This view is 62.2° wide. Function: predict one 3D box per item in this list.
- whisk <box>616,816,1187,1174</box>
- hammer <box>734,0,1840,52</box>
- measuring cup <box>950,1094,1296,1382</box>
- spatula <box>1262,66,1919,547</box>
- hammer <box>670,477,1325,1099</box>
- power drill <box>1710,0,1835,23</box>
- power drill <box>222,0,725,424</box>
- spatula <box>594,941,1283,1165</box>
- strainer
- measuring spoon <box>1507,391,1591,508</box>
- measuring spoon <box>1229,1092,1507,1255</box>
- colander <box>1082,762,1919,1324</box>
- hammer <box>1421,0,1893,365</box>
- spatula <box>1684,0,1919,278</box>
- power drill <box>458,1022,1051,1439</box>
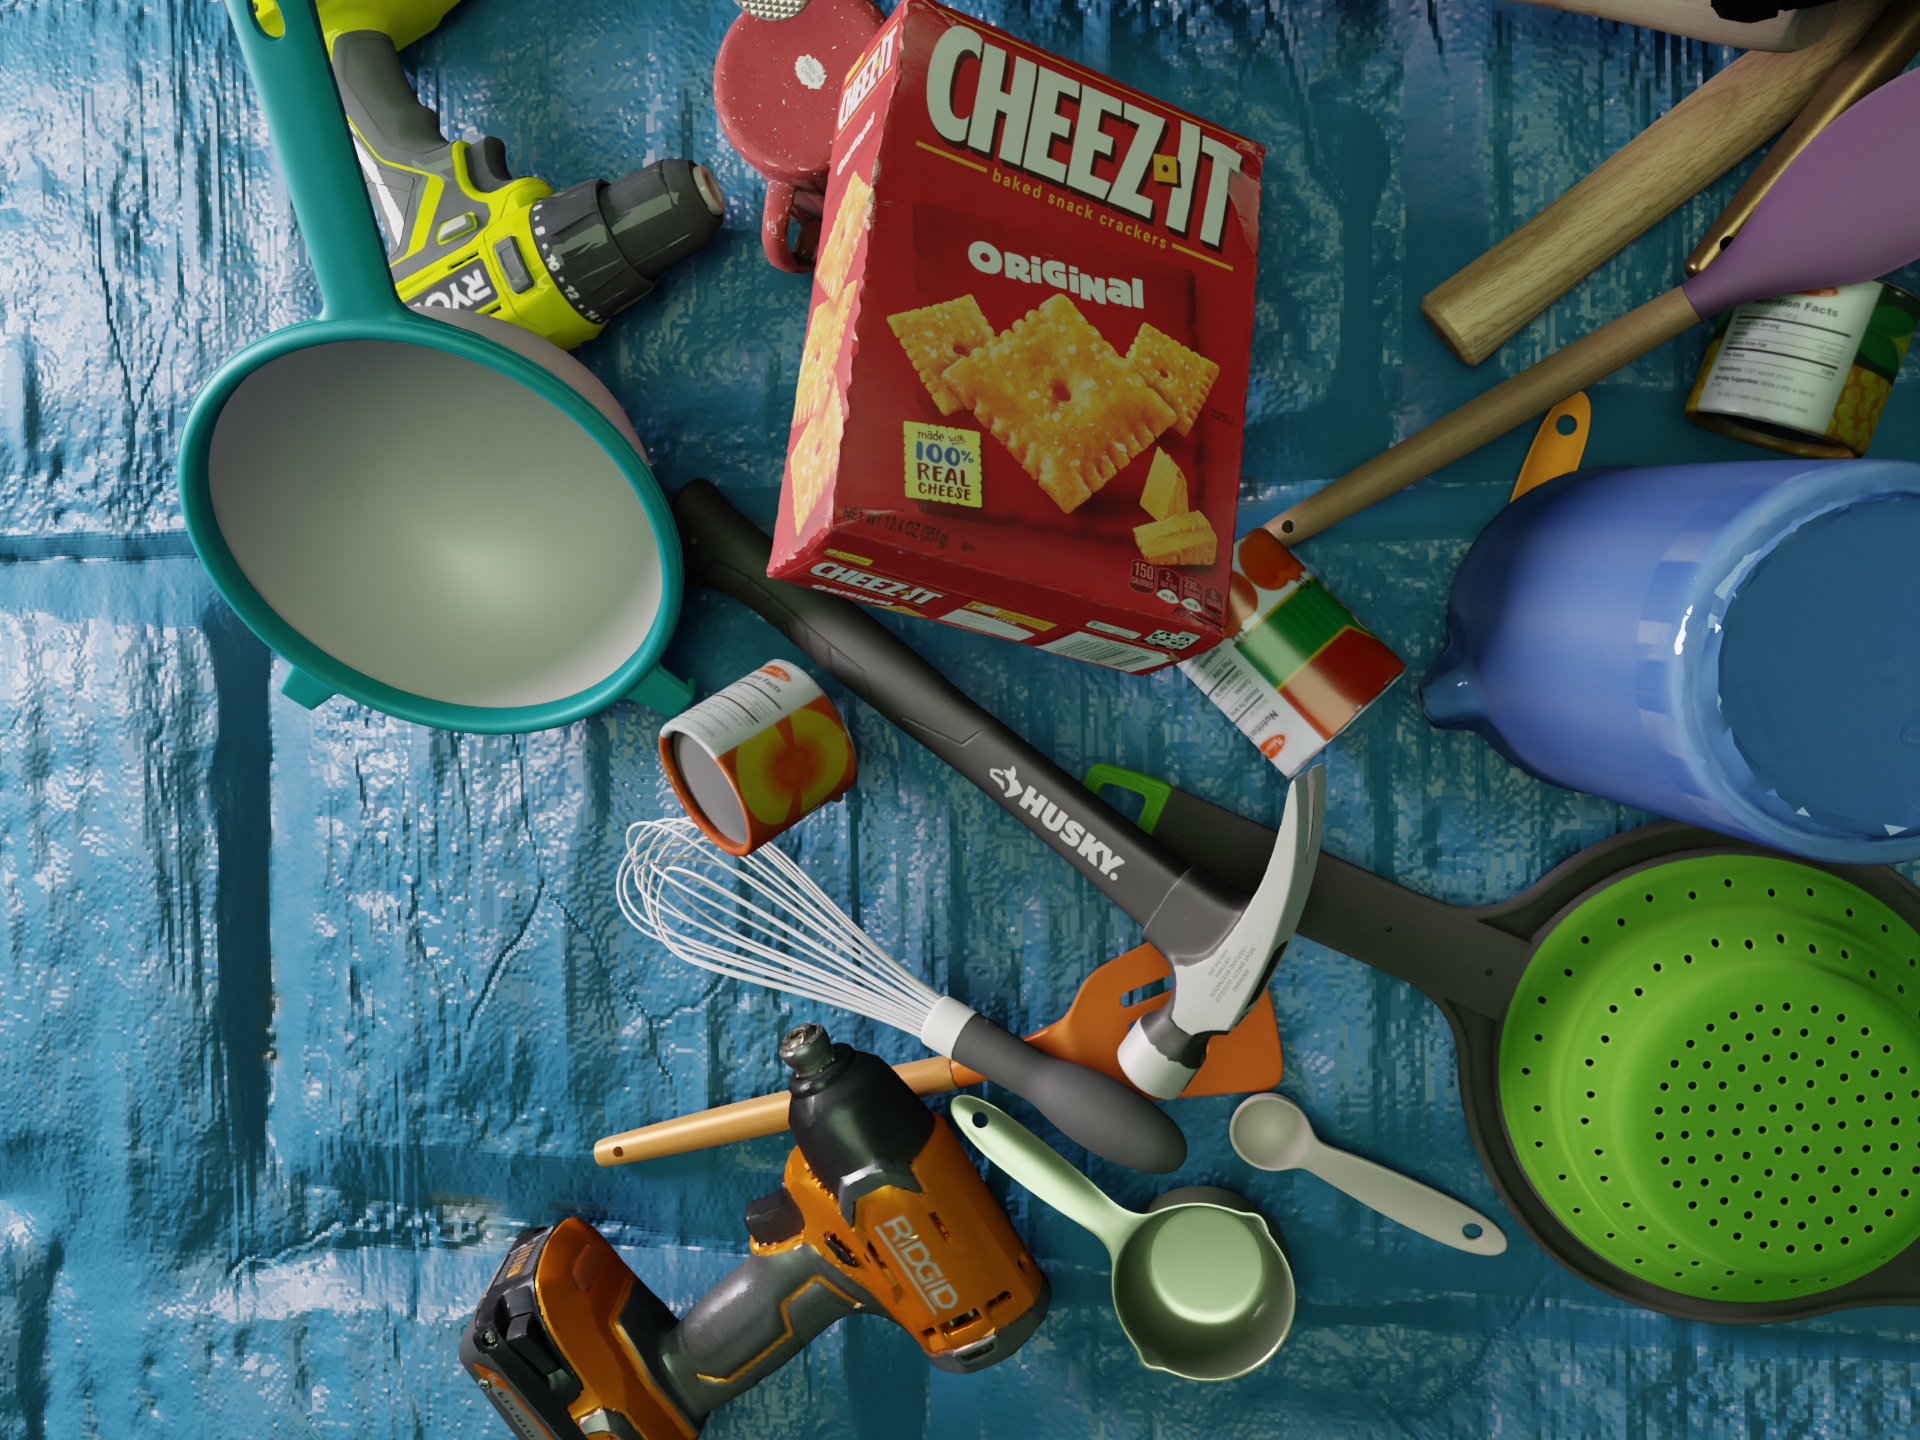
[{"bbox_3d":[-0.032,0.115,0.676,0.285,0.070,0.070,26,97,20],"label":"whisk"},{"bbox_3d":[0.123,-0.309,0.618,0.410,0.038,0.146,9,54,8],"label":"hammer"},{"bbox_3d":[0.067,0.210,0.682,0.167,0.038,0.083,35,99,10],"label":"measuring cup"},{"bbox_3d":[0.248,-0.145,0.597,0.316,0.018,0.060,-30,80,30],"label":"spatula"},{"bbox_3d":[-0.001,-0.002,0.669,0.335,0.035,0.146,39,115,19],"label":"hammer"},{"bbox_3d":[0.274,-0.352,0.563,0.188,0.080,0.227,-11,56,13],"label":"power drill"},{"bbox_3d":[-0.225,-0.272,0.725,0.190,0.080,0.228,-23,89,14],"label":"power drill"},{"bbox_3d":[-0.021,0.161,0.713,0.322,0.041,0.081,-17,86,17],"label":"spatula"},{"bbox_3d":[-0.221,-0.149,0.657,0.211,0.095,0.340,1,130,5],"label":"strainer"},{"bbox_3d":[0.232,-0.080,0.654,0.021,0.011,0.117,21,93,6],"label":"measuring spoon"},{"bbox_3d":[0.172,0.192,0.673,0.124,0.018,0.034,26,109,5],"label":"measuring spoon"},{"bbox_3d":[0.223,0.109,0.611,0.397,0.094,0.204,23,96,11],"label":"colander"},{"bbox_3d":[0.327,-0.253,0.615,0.331,0.031,0.130,-38,82,12],"label":"hammer"},{"bbox_3d":[0.372,-0.290,0.563,0.082,0.044,0.317,38,101,0],"label":"spatula"},{"bbox_3d":[-0.096,0.233,0.686,0.226,0.084,0.164,-28,103,11],"label":"power drill"}]
